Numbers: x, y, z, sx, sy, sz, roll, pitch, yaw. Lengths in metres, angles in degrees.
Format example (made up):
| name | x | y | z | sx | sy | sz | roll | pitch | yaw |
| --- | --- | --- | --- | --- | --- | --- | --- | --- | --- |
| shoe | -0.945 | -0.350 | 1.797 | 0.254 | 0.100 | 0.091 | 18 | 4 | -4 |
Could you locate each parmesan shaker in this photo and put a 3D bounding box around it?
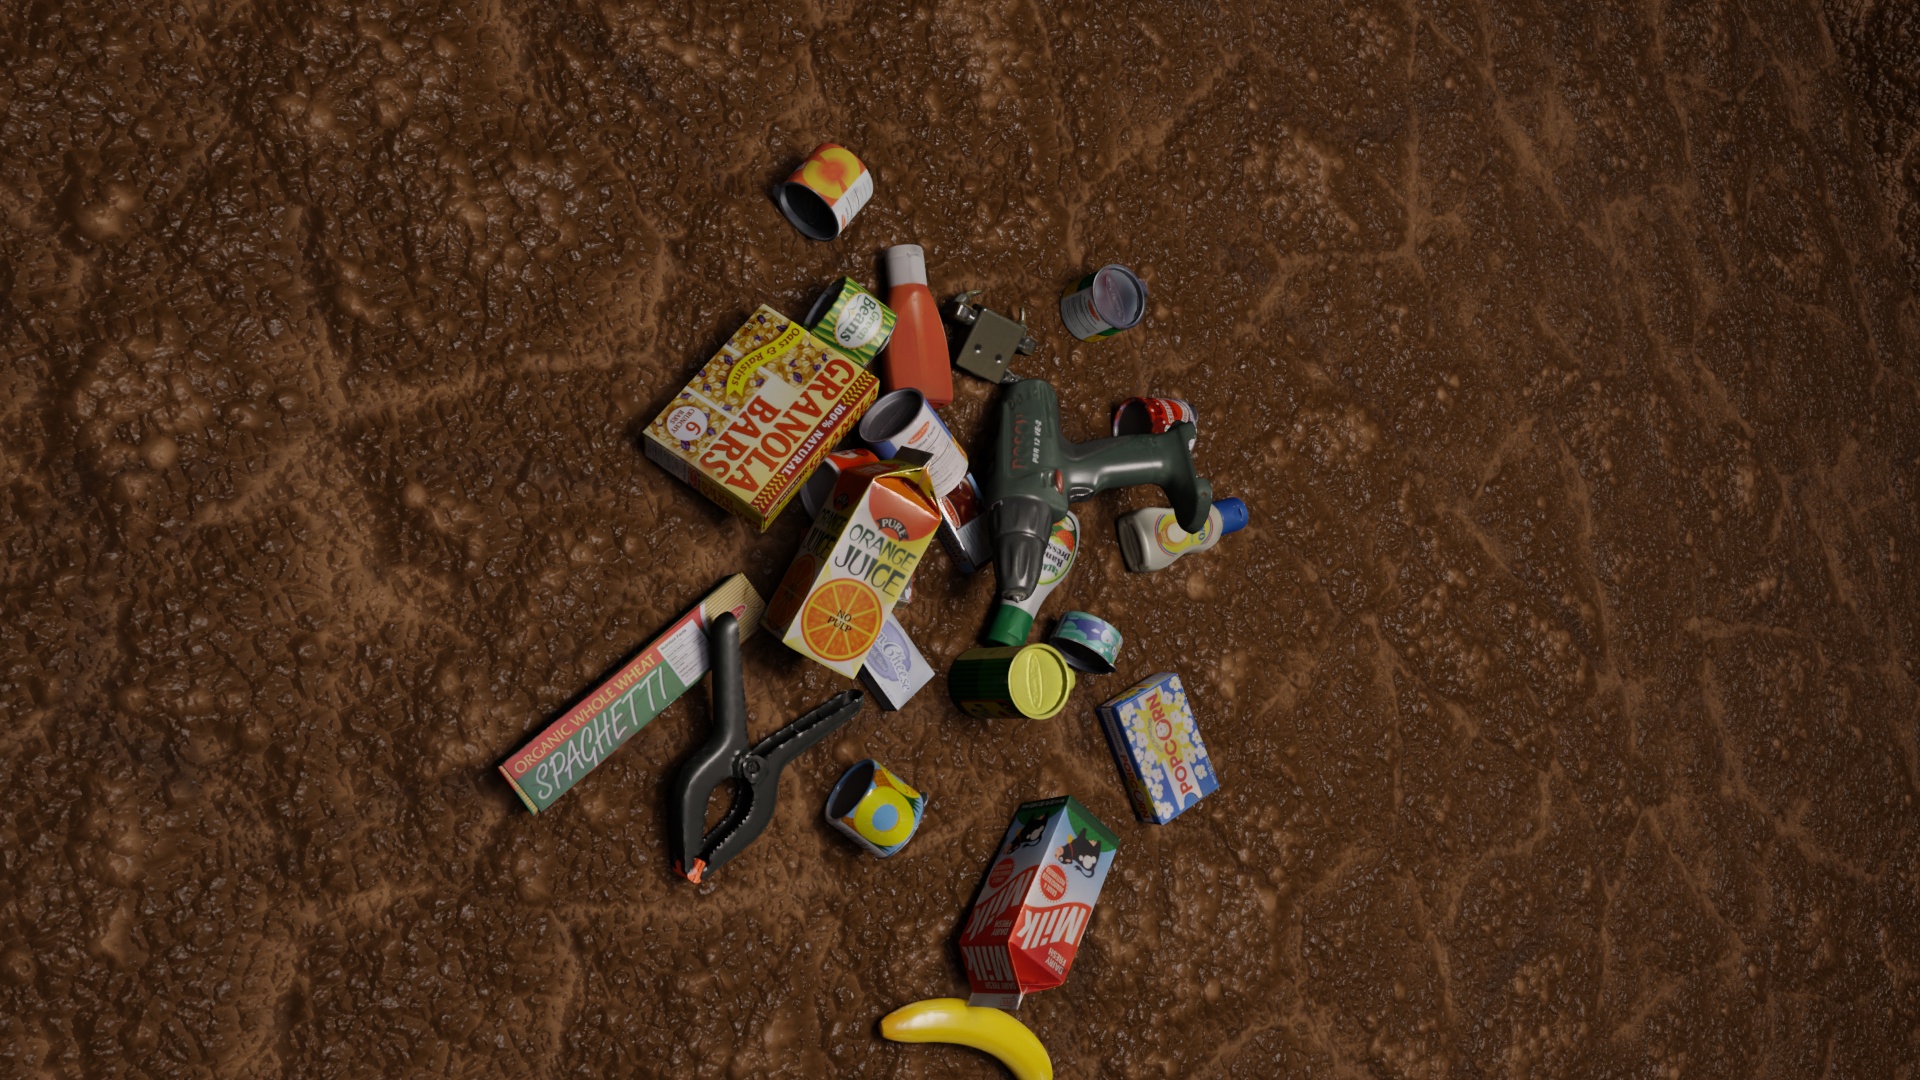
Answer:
| name | x | y | z | sx | sy | sz | roll | pitch | yaw |
| --- | --- | --- | --- | --- | --- | --- | --- | --- | --- |
| parmesan shaker | 0.045 | 0.128 | 1.252 | 0.071 | 0.103 | 0.071 | 5 | 81 | -31 |

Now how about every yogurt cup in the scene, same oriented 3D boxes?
| name | x | y | z | sx | sy | sz | roll | pitch | yaw |
| --- | --- | --- | --- | --- | --- | --- | --- | --- | --- |
| yogurt cup | -0.101 | -0.048 | 1.212 | 0.054 | 0.072 | 0.072 | -21 | 95 | -40 |

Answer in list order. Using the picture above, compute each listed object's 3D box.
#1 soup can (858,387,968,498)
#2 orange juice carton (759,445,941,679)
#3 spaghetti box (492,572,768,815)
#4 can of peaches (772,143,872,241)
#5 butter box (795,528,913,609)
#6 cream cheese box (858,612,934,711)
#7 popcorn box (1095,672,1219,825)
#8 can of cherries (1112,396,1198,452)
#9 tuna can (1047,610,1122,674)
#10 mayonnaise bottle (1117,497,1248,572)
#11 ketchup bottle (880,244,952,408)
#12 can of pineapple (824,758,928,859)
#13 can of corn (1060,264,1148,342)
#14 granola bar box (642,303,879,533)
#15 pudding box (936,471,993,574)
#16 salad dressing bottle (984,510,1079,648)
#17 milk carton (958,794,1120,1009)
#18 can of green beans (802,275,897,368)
| name | x | y | z | sx | sy | sz | roll | pitch | yaw |
| --- | --- | --- | --- | --- | --- | --- | --- | --- | --- |
| soup can | -0.042 | -0.086 | 1.241 | 0.071 | 0.071 | 0.083 | -58 | 132 | -24 |
| orange juice carton | -0.082 | 0.008 | 1.144 | 0.073 | 0.072 | 0.193 | 31 | 86 | -25 |
| spaghetti box | -0.257 | 0.118 | 1.109 | 0.251 | 0.028 | 0.050 | -41 | 105 | -30 |
| can of peaches | -0.122 | -0.311 | 1.236 | 0.071 | 0.071 | 0.058 | 45 | 63 | -19 |
| butter box | -0.092 | 0.025 | 1.208 | 0.103 | 0.024 | 0.053 | 11 | 63 | -15 |
| cream cheese box | -0.073 | 0.095 | 1.231 | 0.053 | 0.024 | 0.103 | -42 | 105 | -30 |
| popcorn box | 0.195 | 0.204 | 1.373 | 0.085 | 0.038 | 0.126 | -25 | 96 | -33 |
| can of cherries | 0.197 | -0.114 | 1.402 | 0.058 | 0.071 | 0.071 | 0 | 83 | -31 |
| tuna can | 0.122 | 0.098 | 1.324 | 0.071 | 0.071 | 0.033 | 38 | 65 | -22 |
| mayonnaise bottle | 0.231 | -0.013 | 1.426 | 0.148 | 0.041 | 0.064 | -16 | 90 | -32 |
| ketchup bottle | -0.045 | -0.196 | 1.279 | 0.065 | 0.043 | 0.149 | -3 | 84 | -29 |
| can of pineapple | -0.072 | 0.227 | 1.186 | 0.058 | 0.071 | 0.071 | 41 | 64 | -21 |
| can of corn | 0.144 | -0.238 | 1.395 | 0.071 | 0.058 | 0.071 | 5 | 80 | -31 |
| granola bar box | -0.165 | -0.105 | 1.164 | 0.124 | 0.039 | 0.166 | 34 | 64 | 6 |
| pudding box | 0.005 | -0.016 | 1.292 | 0.050 | 0.030 | 0.083 | -35 | 101 | -30 |
| salad dressing bottle | 0.066 | 0.037 | 1.314 | 0.064 | 0.044 | 0.148 | 32 | 68 | -21 |
| milk carton | 0.065 | 0.329 | 1.236 | 0.073 | 0.072 | 0.191 | 43 | 54 | -20 |
| can of green beans | -0.099 | -0.192 | 1.232 | 0.058 | 0.071 | 0.071 | 36 | 66 | -23 |
